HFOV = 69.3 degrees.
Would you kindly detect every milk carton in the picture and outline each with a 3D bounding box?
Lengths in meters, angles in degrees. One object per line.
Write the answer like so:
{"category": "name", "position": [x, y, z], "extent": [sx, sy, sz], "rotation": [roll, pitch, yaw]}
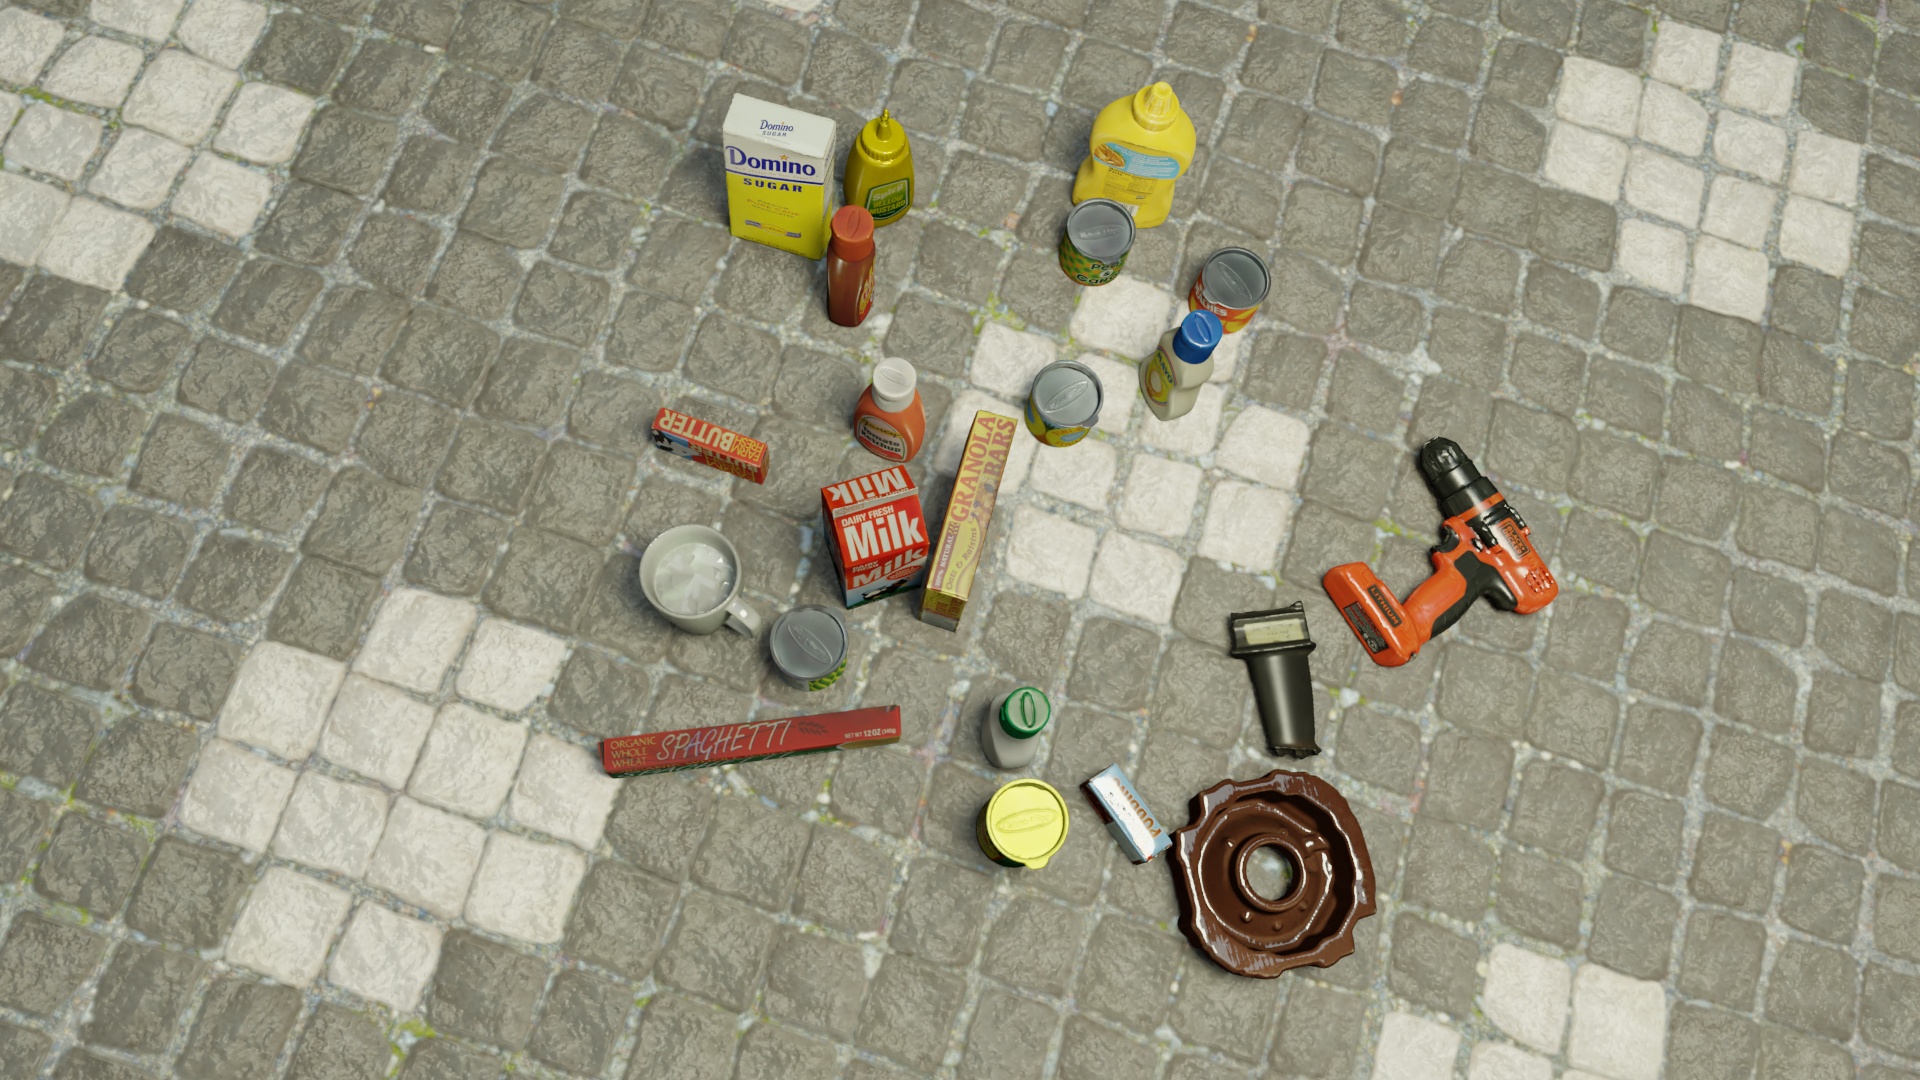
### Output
{"category": "milk carton", "position": [-0.072, -0.006, 1.159], "extent": [0.072, 0.190, 0.073], "rotation": [-16, 76, -10]}

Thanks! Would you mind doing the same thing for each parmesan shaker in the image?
{"category": "parmesan shaker", "position": [0.049, 0.237, 1.143], "extent": [0.071, 0.102, 0.071], "rotation": [1, 74, -5]}

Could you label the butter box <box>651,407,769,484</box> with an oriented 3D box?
{"category": "butter box", "position": [-0.221, -0.084, 1.241], "extent": [0.103, 0.053, 0.024], "rotation": [19, 73, 1]}

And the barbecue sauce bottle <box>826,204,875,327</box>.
{"category": "barbecue sauce bottle", "position": [-0.099, -0.250, 1.252], "extent": [0.044, 0.148, 0.065], "rotation": [14, 73, -1]}

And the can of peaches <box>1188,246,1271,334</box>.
{"category": "can of peaches", "position": [0.254, -0.237, 1.328], "extent": [0.071, 0.058, 0.071], "rotation": [1, 73, -5]}

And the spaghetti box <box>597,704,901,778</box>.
{"category": "spaghetti box", "position": [-0.175, 0.169, 1.171], "extent": [0.250, 0.050, 0.029], "rotation": [-6, 74, -7]}

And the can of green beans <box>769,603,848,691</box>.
{"category": "can of green beans", "position": [-0.129, 0.093, 1.194], "extent": [0.071, 0.057, 0.071], "rotation": [1, 73, -5]}

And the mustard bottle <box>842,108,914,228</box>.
{"category": "mustard bottle", "position": [-0.074, -0.345, 1.277], "extent": [0.065, 0.159, 0.049], "rotation": [-20, 77, -10]}

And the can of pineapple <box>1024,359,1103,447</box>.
{"category": "can of pineapple", "position": [0.095, -0.123, 1.280], "extent": [0.071, 0.057, 0.071], "rotation": [1, 73, -5]}

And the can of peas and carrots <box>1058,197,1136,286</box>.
{"category": "can of peas and carrots", "position": [0.131, -0.283, 1.330], "extent": [0.071, 0.058, 0.071], "rotation": [1, 73, -5]}

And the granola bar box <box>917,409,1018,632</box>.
{"category": "granola bar box", "position": [0.004, -0.015, 1.204], "extent": [0.039, 0.124, 0.166], "rotation": [16, 73, 0]}

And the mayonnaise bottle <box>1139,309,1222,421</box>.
{"category": "mayonnaise bottle", "position": [0.200, -0.161, 1.253], "extent": [0.041, 0.147, 0.065], "rotation": [-20, 77, -10]}

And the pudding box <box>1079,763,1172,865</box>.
{"category": "pudding box", "position": [0.139, 0.233, 1.181], "extent": [0.030, 0.049, 0.084], "rotation": [-33, 79, -13]}

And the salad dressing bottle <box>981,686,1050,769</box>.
{"category": "salad dressing bottle", "position": [0.046, 0.152, 1.145], "extent": [0.044, 0.147, 0.064], "rotation": [-4, 74, -6]}

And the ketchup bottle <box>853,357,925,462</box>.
{"category": "ketchup bottle", "position": [-0.060, -0.116, 1.215], "extent": [0.065, 0.148, 0.043], "rotation": [26, 73, 3]}
